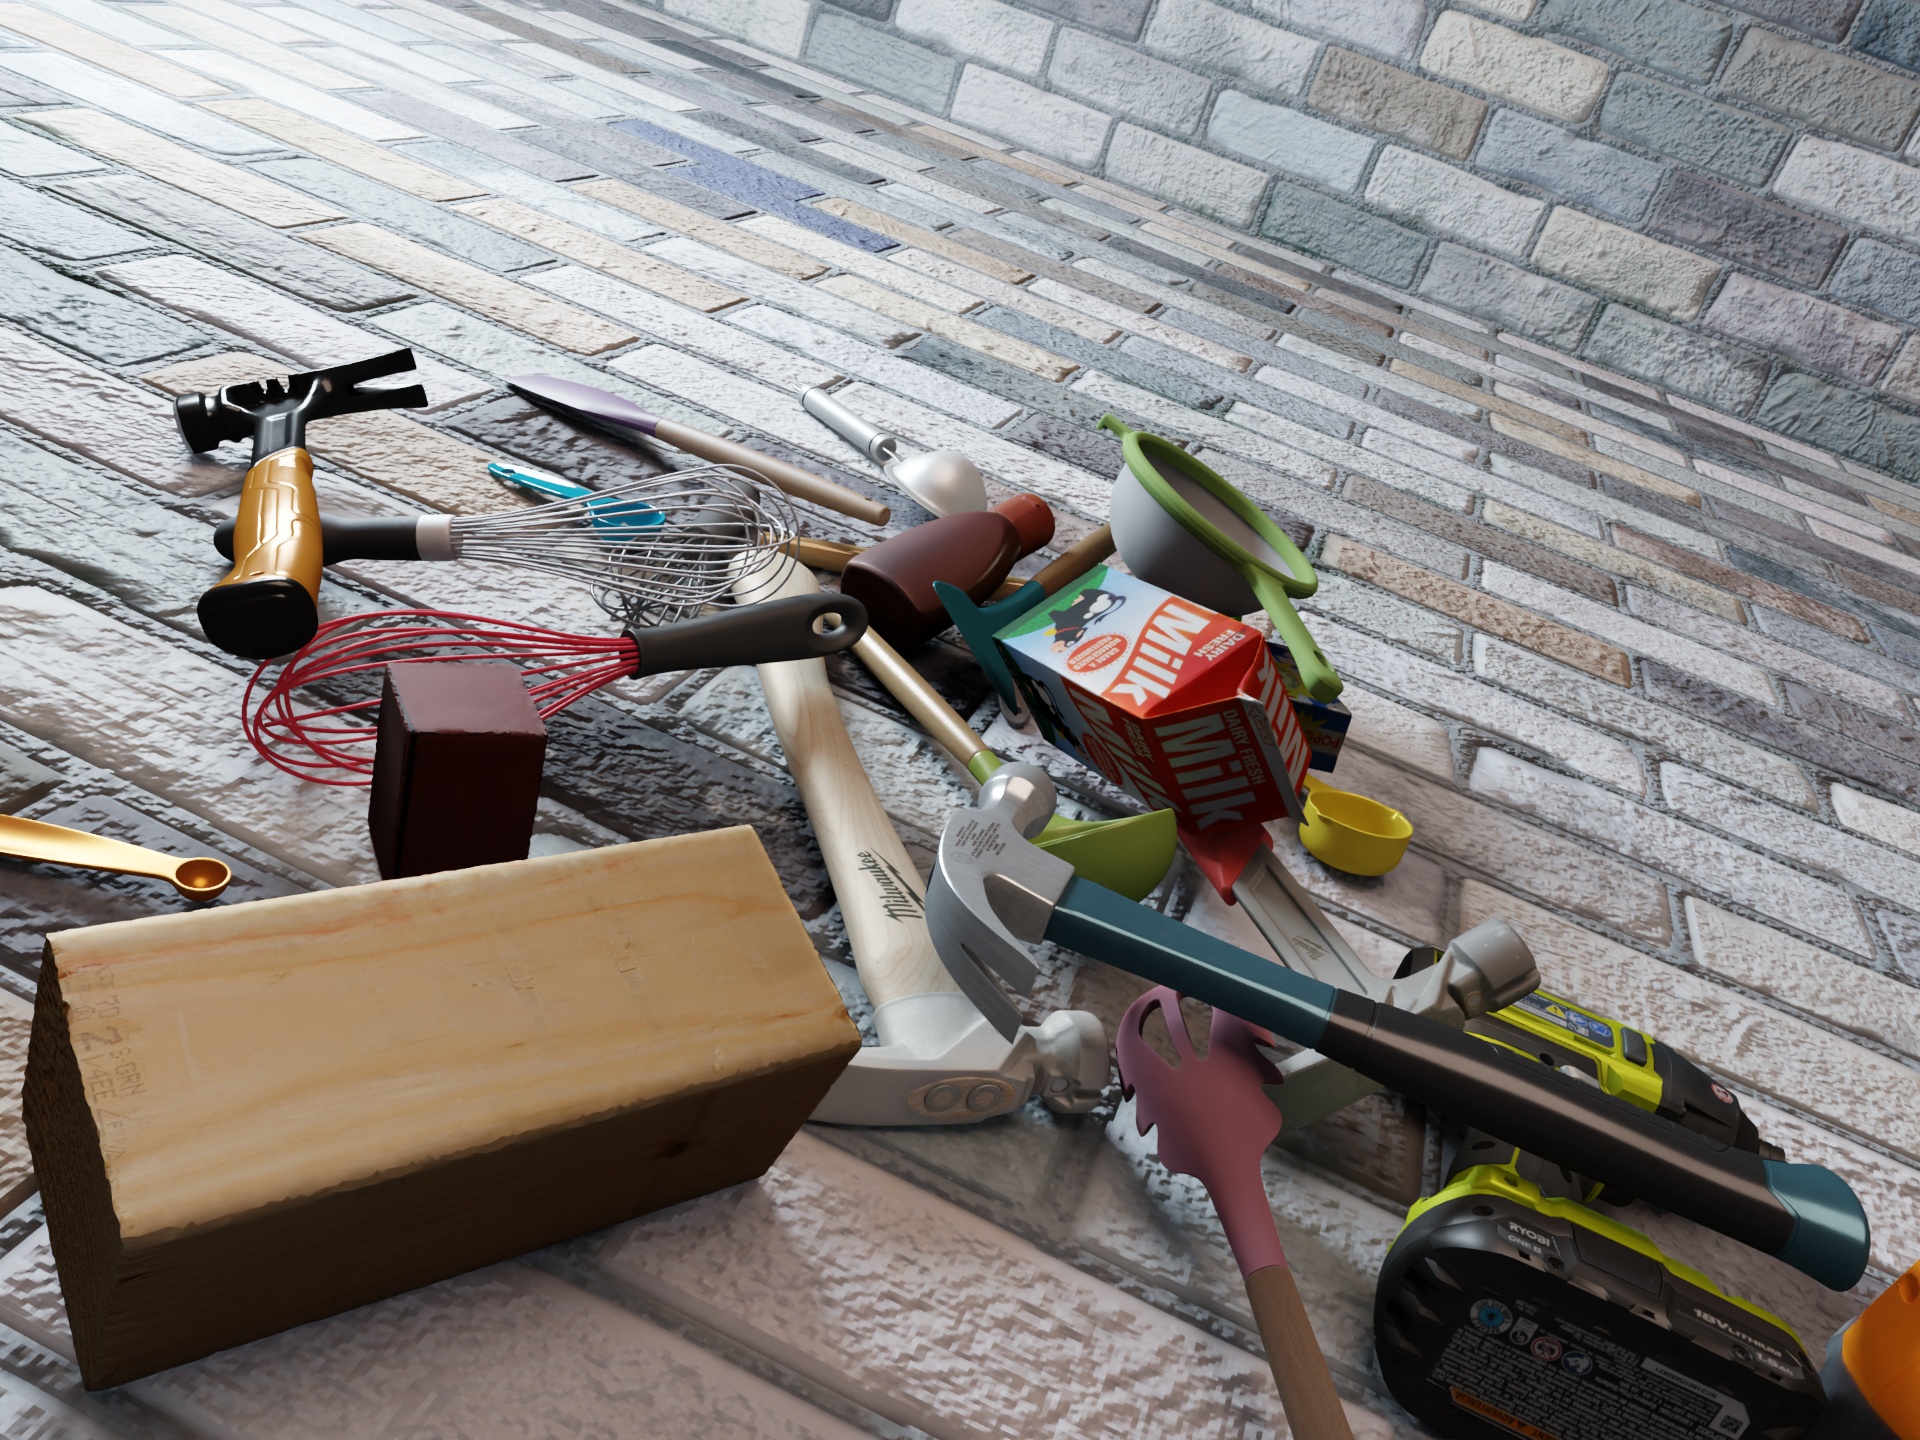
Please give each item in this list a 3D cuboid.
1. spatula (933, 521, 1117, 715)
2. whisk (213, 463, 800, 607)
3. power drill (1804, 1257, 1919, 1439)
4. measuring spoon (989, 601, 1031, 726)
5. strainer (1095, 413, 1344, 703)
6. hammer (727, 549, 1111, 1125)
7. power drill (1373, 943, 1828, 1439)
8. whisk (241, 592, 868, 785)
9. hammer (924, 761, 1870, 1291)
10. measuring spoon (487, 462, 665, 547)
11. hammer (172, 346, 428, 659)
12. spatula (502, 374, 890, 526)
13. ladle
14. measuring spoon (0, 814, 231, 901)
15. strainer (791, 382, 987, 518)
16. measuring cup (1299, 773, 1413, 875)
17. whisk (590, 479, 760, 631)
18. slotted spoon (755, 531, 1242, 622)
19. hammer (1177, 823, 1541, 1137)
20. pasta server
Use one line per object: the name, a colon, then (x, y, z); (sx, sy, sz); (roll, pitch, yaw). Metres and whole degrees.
spatula: (0.065, -0.088, 0.957); (0.082, 0.044, 0.317); (58, 37, -5)
whisk: (-0.219, -0.089, 0.766); (0.284, 0.070, 0.070); (0, 29, 1)
power drill: (0.387, 0.234, 0.540); (0.226, 0.164, 0.084); (20, 25, -26)
measuring spoon: (0.030, -0.030, 0.919); (0.034, 0.018, 0.124); (13, 35, -8)
strainer: (0.155, -0.075, 0.948); (0.151, 0.069, 0.257); (25, 28, -30)
hammer: (-0.068, 0.025, 0.732); (0.146, 0.038, 0.411); (5, 31, -22)
power drill: (0.240, 0.182, 0.603); (0.171, 0.080, 0.223); (23, 25, 9)
whisk: (-0.164, -0.026, 0.707); (0.295, 0.073, 0.073); (-13, 41, -36)
hammer: (0.140, 0.108, 0.552); (0.331, 0.033, 0.128); (22, 29, 12)
measuring spoon: (-0.227, -0.124, 0.927); (0.129, 0.021, 0.042); (22, 29, 24)
hammer: (-0.306, -0.108, 0.734); (0.127, 0.034, 0.337); (-16, 30, -14)
spatula: (-0.170, -0.179, 1.016); (0.316, 0.018, 0.059); (25, 24, 28)
ladle: (-0.001, -0.003, 0.788); (0.078, 0.062, 0.320); (-12, 34, -25)
measuring spoon: (-0.319, 0.048, 0.565); (0.117, 0.011, 0.021); (12, 28, -6)
strainer: (-0.051, -0.193, 1.132); (0.086, 0.050, 0.259); (12, 21, -47)
measuring cup: (0.182, 0.042, 0.879); (0.062, 0.029, 0.157); (1, 21, -34)
whisk: (-0.151, -0.099, 0.898); (0.055, 0.055, 0.239); (19, 24, 0)
slotted spoon: (0.027, -0.083, 0.995); (0.313, 0.031, 0.070); (9, 32, -14)
hammer: (0.114, 0.056, 0.752); (0.149, 0.036, 0.359); (-26, 28, -1)
pasta server: (0.107, 0.203, 0.498); (0.060, 0.040, 0.317); (-23, 44, 7)
